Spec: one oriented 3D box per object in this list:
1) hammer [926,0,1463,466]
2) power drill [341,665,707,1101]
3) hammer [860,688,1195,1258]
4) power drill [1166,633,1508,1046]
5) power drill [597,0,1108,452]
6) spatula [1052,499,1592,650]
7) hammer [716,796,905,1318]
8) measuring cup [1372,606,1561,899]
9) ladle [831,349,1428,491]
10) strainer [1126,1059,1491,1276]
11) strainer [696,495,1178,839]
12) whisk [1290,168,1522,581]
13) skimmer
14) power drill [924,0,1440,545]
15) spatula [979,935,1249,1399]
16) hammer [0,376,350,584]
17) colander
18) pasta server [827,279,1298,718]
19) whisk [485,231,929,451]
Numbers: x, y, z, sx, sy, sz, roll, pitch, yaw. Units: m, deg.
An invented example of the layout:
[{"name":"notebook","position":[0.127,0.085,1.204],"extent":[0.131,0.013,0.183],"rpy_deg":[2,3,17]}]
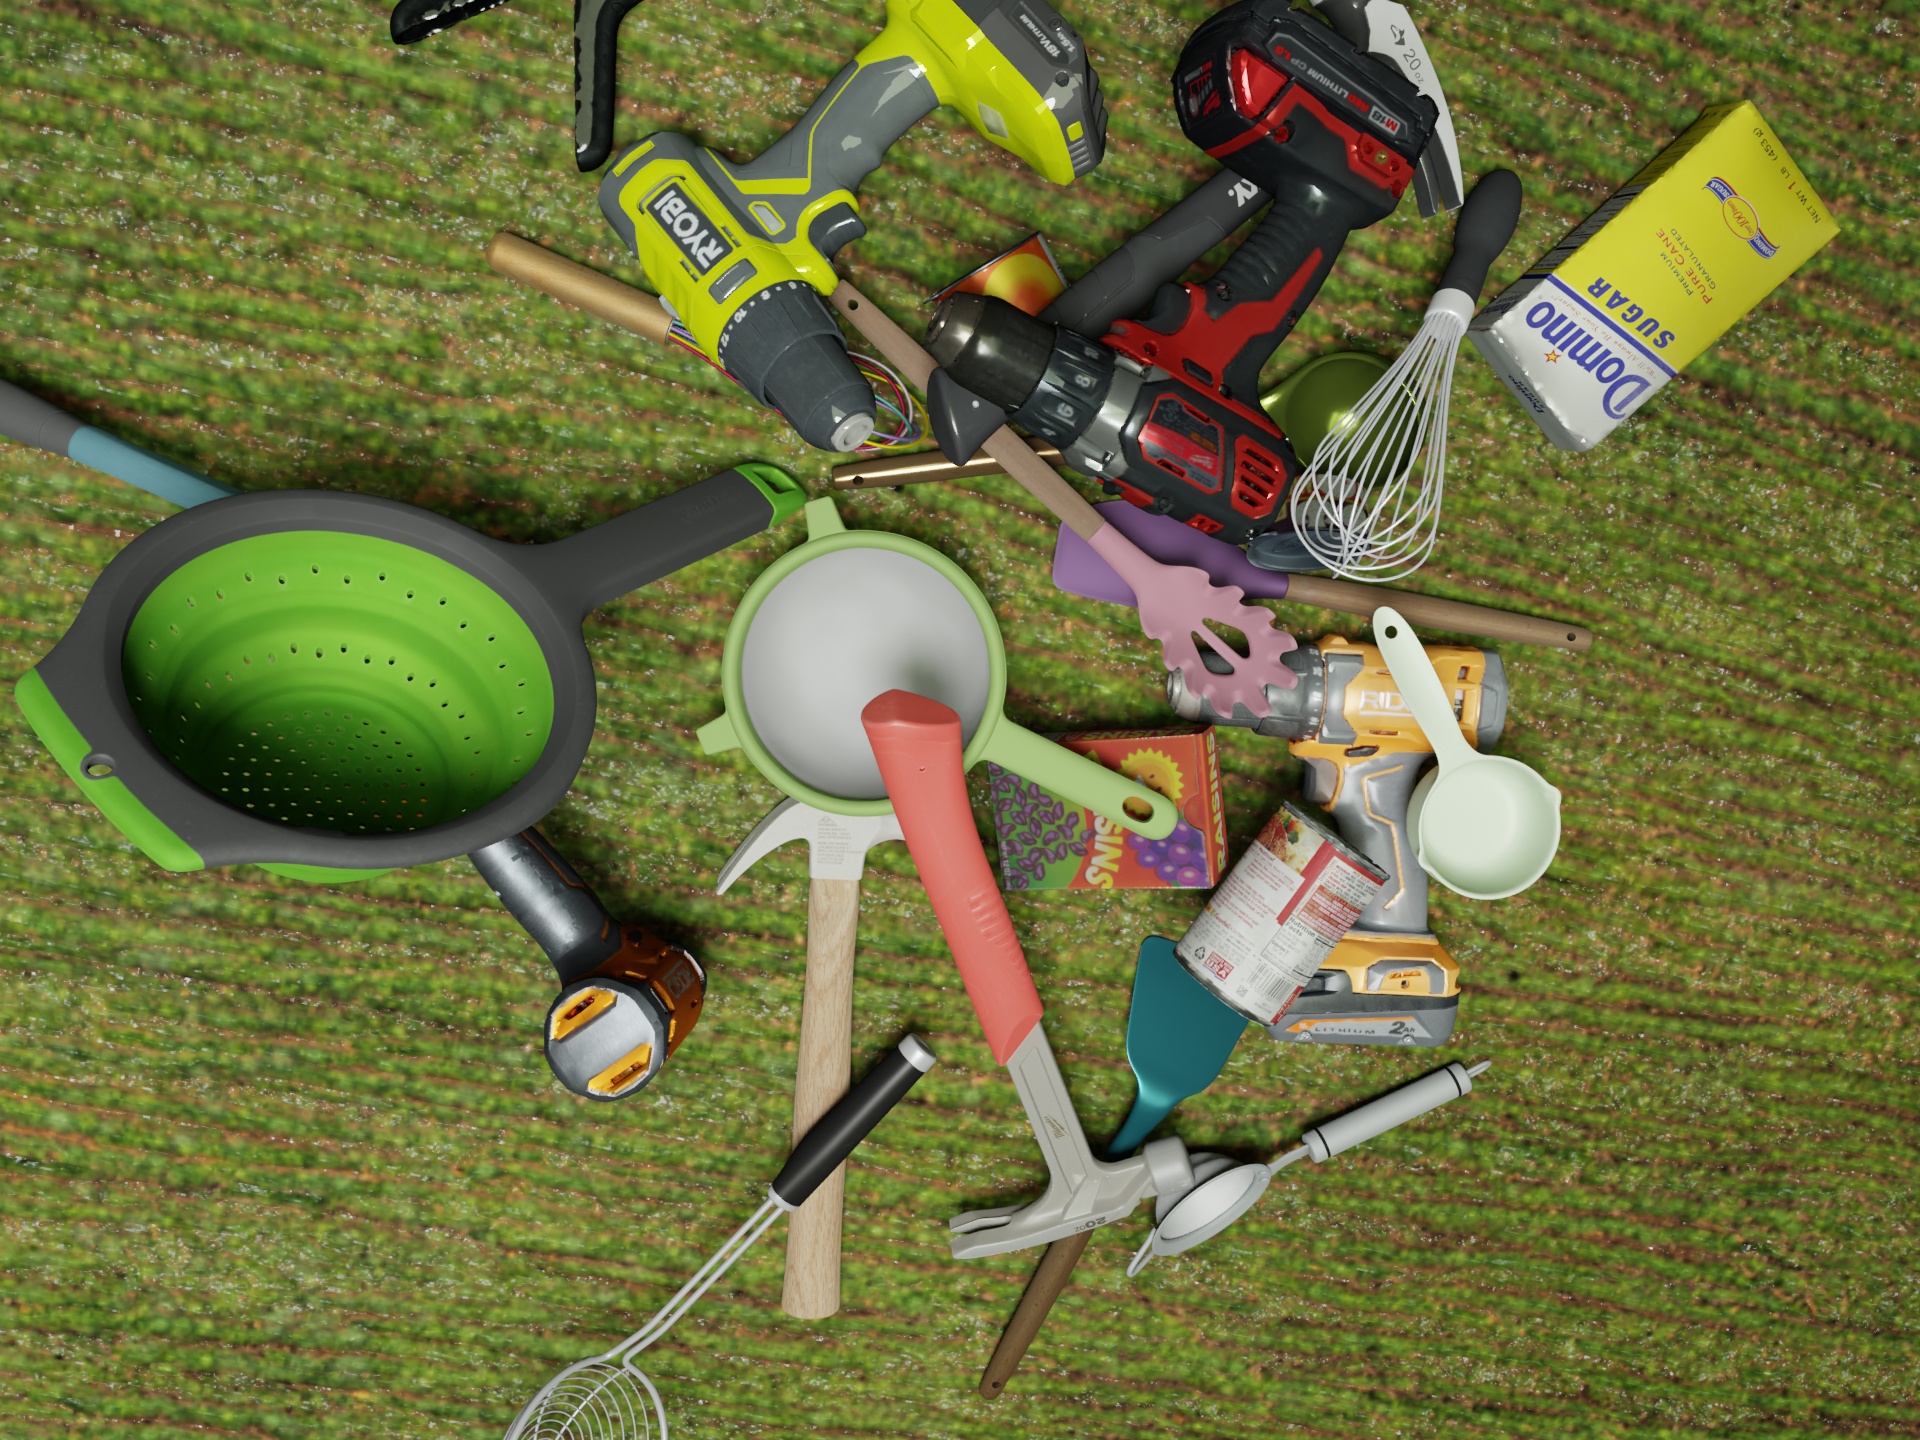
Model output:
[{"name":"hammer","position":[0.116,-0.240,0.803],"extent":[0.335,0.035,0.146],"rpy_deg":[-41,106,-11]},{"name":"power drill","position":[-0.217,0.083,0.844],"extent":[0.084,0.164,0.226],"rpy_deg":[-35,91,4]},{"name":"hammer","position":[0.012,0.144,0.856],"extent":[0.149,0.037,0.358],"rpy_deg":[-18,118,5]},{"name":"power drill","position":[0.204,0.064,0.904],"extent":[0.185,0.084,0.226],"rpy_deg":[3,99,-3]},{"name":"power drill","position":[-0.043,-0.256,0.776],"extent":[0.228,0.080,0.191],"rpy_deg":[-39,72,3]},{"name":"spatula","position":[0.208,-0.074,0.901],"extent":[0.316,0.018,0.060],"rpy_deg":[10,94,-6]},{"name":"hammer","position":[-0.082,0.199,0.933],"extent":[0.130,0.031,0.331],"rpy_deg":[3,103,-6]},{"name":"measuring cup","position":[0.256,0.015,0.847],"extent":[0.083,0.038,0.167],"rpy_deg":[-27,93,-1]},{"name":"ladle","position":[0.090,-0.146,0.856],"extent":[0.320,0.062,0.078],"rpy_deg":[-7,120,0]},{"name":"strainer","position":[0.208,0.261,0.968],"extent":[0.258,0.050,0.086],"rpy_deg":[-23,142,-6]},{"name":"strainer","position":[-0.001,-0.003,0.859],"extent":[0.256,0.069,0.151],"rpy_deg":[26,95,2]},{"name":"whisk","position":[0.237,-0.181,0.799],"extent":[0.070,0.070,0.285],"rpy_deg":[34,64,-11]},{"name":"skimmer","position":[-0.128,0.334,0.900],"extent":[0.363,0.090,0.127],"rpy_deg":[-47,136,4]},{"name":"power drill","position":[0.103,-0.216,0.745],"extent":[0.187,0.080,0.227],"rpy_deg":[25,89,-18]},{"name":"spatula","position":[0.083,0.285,0.973],"extent":[0.082,0.044,0.317],"rpy_deg":[23,105,-11]},{"name":"hammer","position":[-0.448,-0.144,0.790],"extent":[0.331,0.128,0.033],"rpy_deg":[24,99,-1]},{"name":"colander","position":[-0.221,-0.030,0.747],"extent":[0.204,0.397,0.094],"rpy_deg":[44,134,12]},{"name":"pasta server","position":[0.052,-0.118,0.833],"extent":[0.316,0.040,0.060],"rpy_deg":[42,95,-7]},{"name":"whisk","position":[-0.130,-0.199,0.837],"extent":[0.245,0.051,0.047],"rpy_deg":[23,79,-5]}]
